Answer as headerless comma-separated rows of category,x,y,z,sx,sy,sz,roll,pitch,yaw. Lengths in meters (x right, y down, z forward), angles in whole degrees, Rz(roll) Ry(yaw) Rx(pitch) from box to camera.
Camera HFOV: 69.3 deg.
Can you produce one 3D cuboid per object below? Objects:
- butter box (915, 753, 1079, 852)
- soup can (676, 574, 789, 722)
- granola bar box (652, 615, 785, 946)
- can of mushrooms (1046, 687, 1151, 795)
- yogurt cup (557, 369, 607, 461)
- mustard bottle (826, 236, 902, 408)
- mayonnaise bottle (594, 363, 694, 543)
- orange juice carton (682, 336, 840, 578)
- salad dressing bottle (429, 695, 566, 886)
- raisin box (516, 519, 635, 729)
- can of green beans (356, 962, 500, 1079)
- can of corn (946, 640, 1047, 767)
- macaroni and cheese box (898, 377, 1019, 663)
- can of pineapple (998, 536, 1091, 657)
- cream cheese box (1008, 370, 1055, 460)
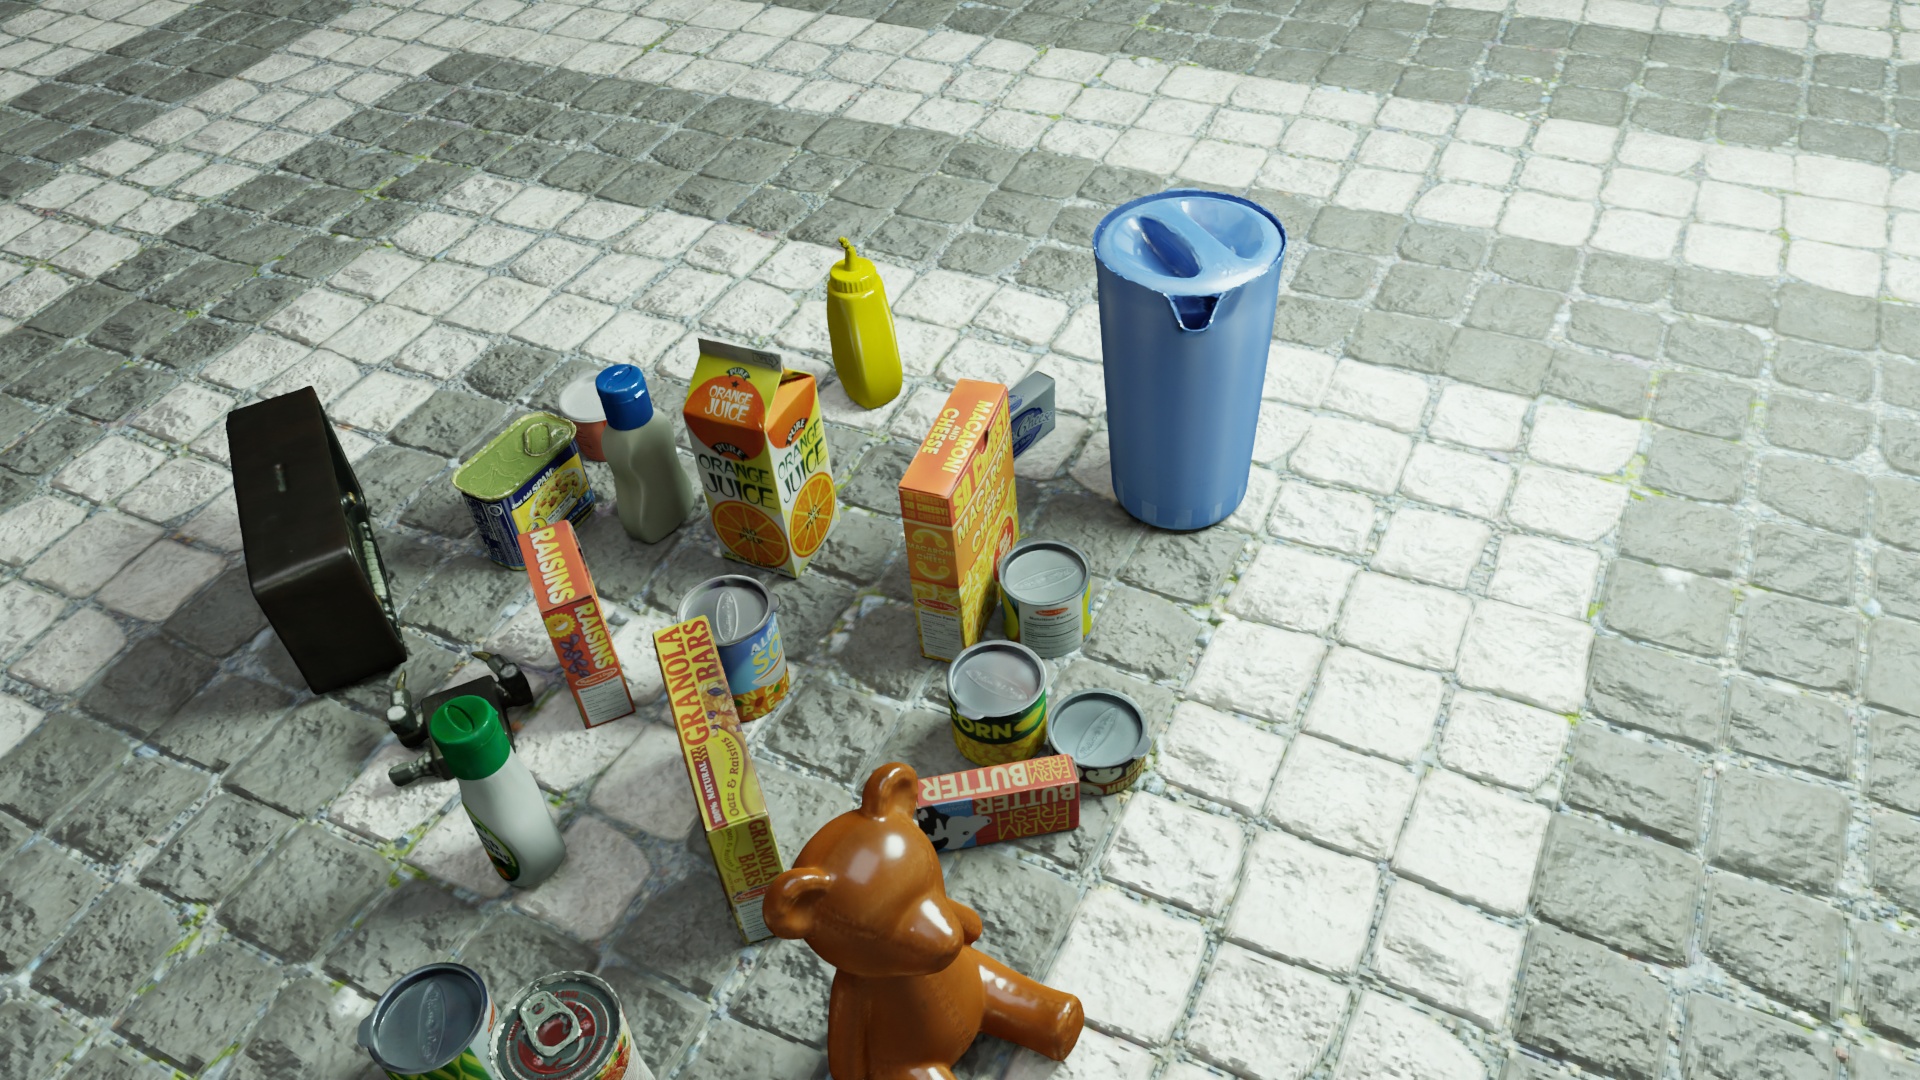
butter box,0.023,0.167,0.880,0.103,0.052,0.024,-9,44,-4
soup can,-0.155,0.076,0.971,0.071,0.083,0.072,-3,44,3
granola bar box,-0.148,0.148,0.866,0.039,0.123,0.166,-17,45,-12
can of mushrooms,0.093,0.134,0.921,0.071,0.033,0.071,-3,44,3
yogurt cup,-0.307,-0.105,1.198,0.072,0.053,0.073,-3,44,3
mustard bottle,-0.085,-0.190,1.188,0.049,0.159,0.065,-28,48,-21
mayonnaise bottle,-0.250,-0.069,1.087,0.041,0.147,0.065,20,49,25
orange juice carton,-0.150,-0.069,1.044,0.072,0.191,0.073,15,47,21
salad dressing bottle,-0.285,0.155,0.855,0.044,0.146,0.064,-36,51,-28
raisin box,-0.268,0.059,0.971,0.040,0.122,0.086,-19,45,-14
can of green beans,-0.292,0.283,0.786,0.071,0.057,0.071,-3,44,3
can of corn,0.024,0.112,0.933,0.071,0.058,0.071,-3,44,3
macaroni and cheese box,0.004,-0.012,0.988,0.040,0.165,0.124,11,46,17
can of pineapple,0.062,0.041,1.005,0.071,0.057,0.071,-3,44,3
cream cheese box,0.039,-0.092,1.149,0.024,0.053,0.104,30,54,32
